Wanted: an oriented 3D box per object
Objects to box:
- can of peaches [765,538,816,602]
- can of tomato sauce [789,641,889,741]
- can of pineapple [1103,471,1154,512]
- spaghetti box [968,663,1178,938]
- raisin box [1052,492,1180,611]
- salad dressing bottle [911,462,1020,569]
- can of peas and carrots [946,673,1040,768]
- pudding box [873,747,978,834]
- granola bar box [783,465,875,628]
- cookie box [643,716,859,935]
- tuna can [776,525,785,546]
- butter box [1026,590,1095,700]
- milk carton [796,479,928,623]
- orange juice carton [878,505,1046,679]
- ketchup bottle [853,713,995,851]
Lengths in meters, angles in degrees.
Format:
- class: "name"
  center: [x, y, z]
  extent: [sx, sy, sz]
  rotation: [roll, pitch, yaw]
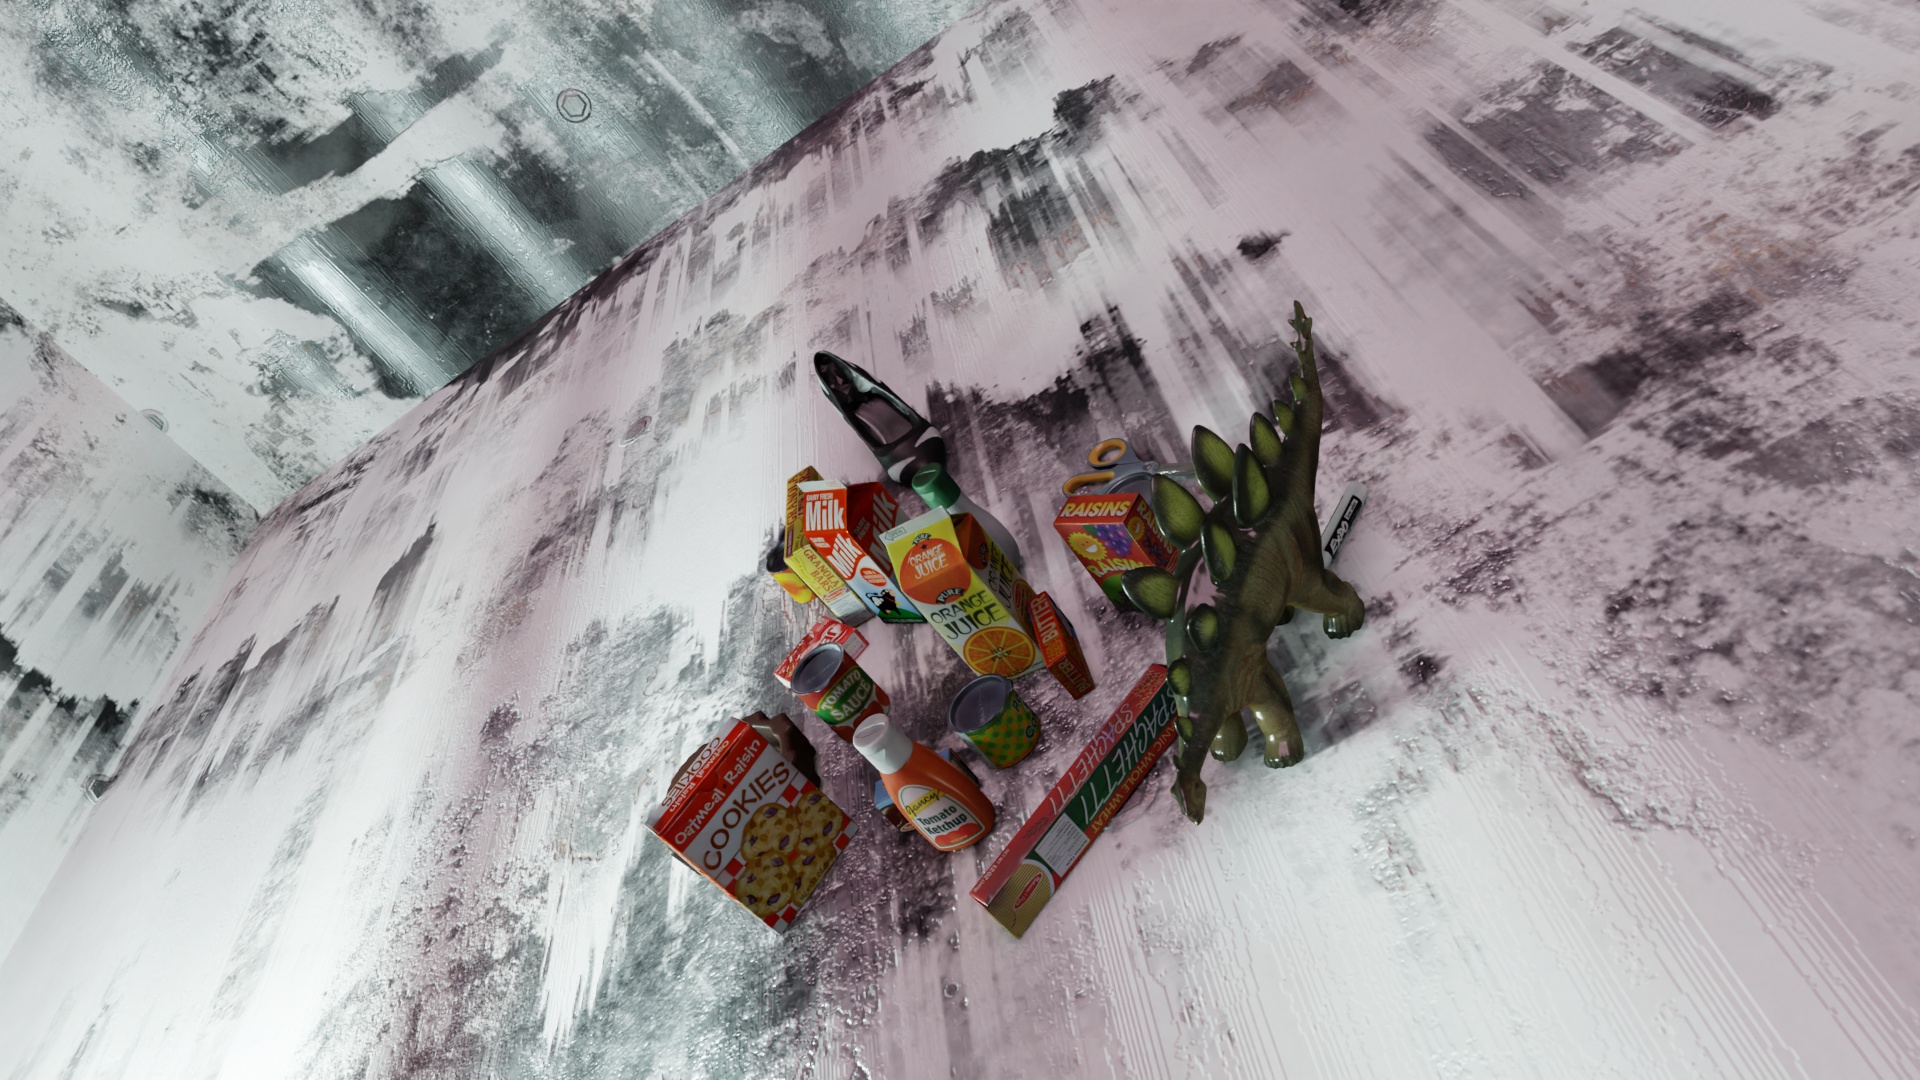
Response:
- class: "can of peaches"
  center: [-0.191, 0.032, 1.662]
  extent: [0.071, 0.058, 0.071]
  rotation: [-27, 33, 20]
- class: "can of tomato sauce"
  center: [-0.120, 0.154, 1.403]
  extent: [0.071, 0.083, 0.071]
  rotation: [-27, 33, 20]
- class: "can of pineapple"
  center: [0.174, -0.022, 1.344]
  extent: [0.071, 0.057, 0.071]
  rotation: [-27, 33, 20]
- class: "spaghetti box"
  center: [0.104, 0.207, 1.127]
  extent: [0.251, 0.050, 0.029]
  rotation: [-49, 32, -16]
- class: "raisin box"
  center: [0.153, 0.012, 1.259]
  extent: [0.086, 0.123, 0.040]
  rotation: [0, 48, 47]
- class: "salad dressing bottle"
  center: [0.005, -0.018, 1.431]
  extent: [0.064, 0.147, 0.044]
  rotation: [-13, 40, 38]
- class: "can of peas and carrots"
  center: [0.032, 0.162, 1.254]
  extent: [0.071, 0.058, 0.071]
  rotation: [-27, 33, 20]
- class: "pudding box"
  center: [-0.031, 0.226, 1.248]
  extent: [0.083, 0.049, 0.030]
  rotation: [-29, 32, 18]
- class: "granola bar box"
  center: [-0.150, 0.007, 1.586]
  extent: [0.039, 0.124, 0.166]
  rotation: [-31, 32, 15]
- class: "cookie box"
  center: [-0.185, 0.258, 1.255]
  extent: [0.040, 0.167, 0.123]
  rotation: [9, 55, 52]
- class: "tuna can"
  center: [-0.194, -0.004, 1.738]
  extent: [0.071, 0.032, 0.071]
  rotation: [-27, 33, 19]
- class: "butter box"
  center: [0.092, 0.096, 1.282]
  extent: [0.024, 0.053, 0.104]
  rotation: [-33, 31, 11]
- class: "milk carton"
  center: [-0.095, 0.002, 1.471]
  extent: [0.072, 0.190, 0.074]
  rotation: [-4, 45, 45]
- class: "orange juice carton"
  center: [0.007, 0.045, 1.304]
  extent: [0.071, 0.192, 0.073]
  rotation: [-25, 33, 23]
- class: "ketchup bottle"
  center: [-0.034, 0.205, 1.182]
  extent: [0.064, 0.148, 0.044]
  rotation: [-27, 33, 21]
